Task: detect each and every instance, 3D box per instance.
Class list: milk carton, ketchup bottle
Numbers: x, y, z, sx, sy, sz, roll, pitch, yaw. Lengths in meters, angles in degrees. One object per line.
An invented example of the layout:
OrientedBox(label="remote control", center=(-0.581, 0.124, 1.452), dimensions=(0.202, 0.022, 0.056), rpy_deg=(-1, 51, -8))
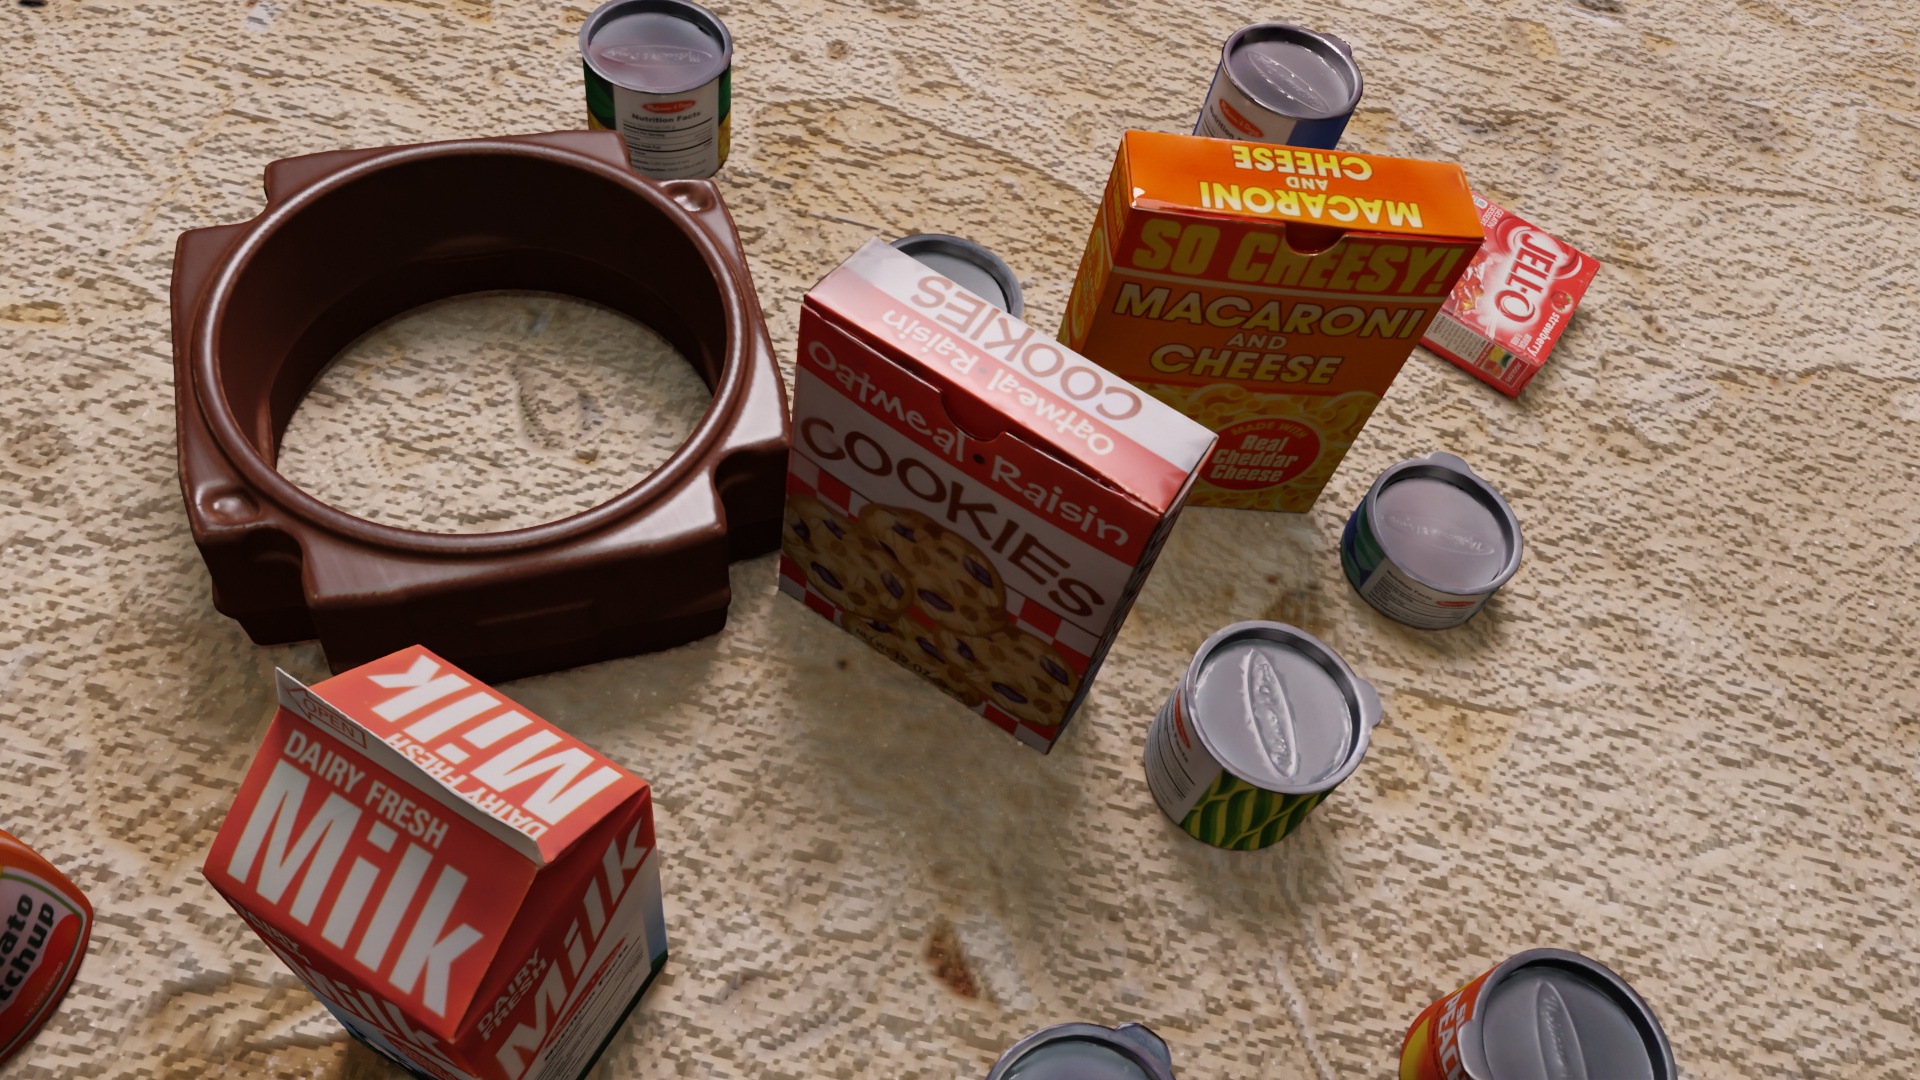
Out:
OrientedBox(label="milk carton", center=(-0.129, 0.094, 0.364), dimensions=(0.072, 0.189, 0.074), rpy_deg=(29, 58, 9))
OrientedBox(label="ketchup bottle", center=(-0.281, 0.095, 0.360), dimensions=(0.043, 0.148, 0.065), rpy_deg=(19, 57, 2))

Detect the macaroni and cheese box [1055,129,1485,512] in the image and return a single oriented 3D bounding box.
OrientedBox(label="macaroni and cheese box", center=(0.102, -0.074, 0.528), dimensions=(0.124, 0.165, 0.040), rpy_deg=(3, 58, -8))

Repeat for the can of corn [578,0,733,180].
OrientedBox(label="can of corn", center=(-0.138, -0.206, 0.634), dimensions=(0.071, 0.058, 0.071), rpy_deg=(5, 57, -7))

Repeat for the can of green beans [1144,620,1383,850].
OrientedBox(label="can of green beans", center=(0.105, 0.071, 0.500), dimensions=(0.071, 0.057, 0.071), rpy_deg=(5, 57, -7))

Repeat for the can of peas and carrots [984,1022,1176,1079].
OrientedBox(label="can of peas and carrots", center=(0.032, 0.183, 0.415), dimensions=(0.071, 0.058, 0.071), rpy_deg=(5, 57, -7))

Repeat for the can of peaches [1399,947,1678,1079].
OrientedBox(label="can of peaches", center=(0.182, 0.172, 0.449), dimensions=(0.071, 0.057, 0.071), rpy_deg=(5, 57, -7))

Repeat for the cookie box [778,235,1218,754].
OrientedBox(label="cookie box", center=(0.002, -0.006, 0.465), dimensions=(0.123, 0.166, 0.040), rpy_deg=(31, 58, 10))

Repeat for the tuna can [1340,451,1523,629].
OrientedBox(label="tuna can", center=(0.195, 0.000, 0.578), dimensions=(0.071, 0.032, 0.071), rpy_deg=(5, 57, -7))

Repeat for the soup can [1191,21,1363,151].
OrientedBox(label="soup can", center=(0.146, -0.192, 0.661), dimensions=(0.071, 0.083, 0.071), rpy_deg=(5, 57, -7))

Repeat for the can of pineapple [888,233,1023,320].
OrientedBox(label="can of pineapple", center=(-0.013, -0.083, 0.578), dimensions=(0.071, 0.057, 0.071), rpy_deg=(5, 57, -7))
